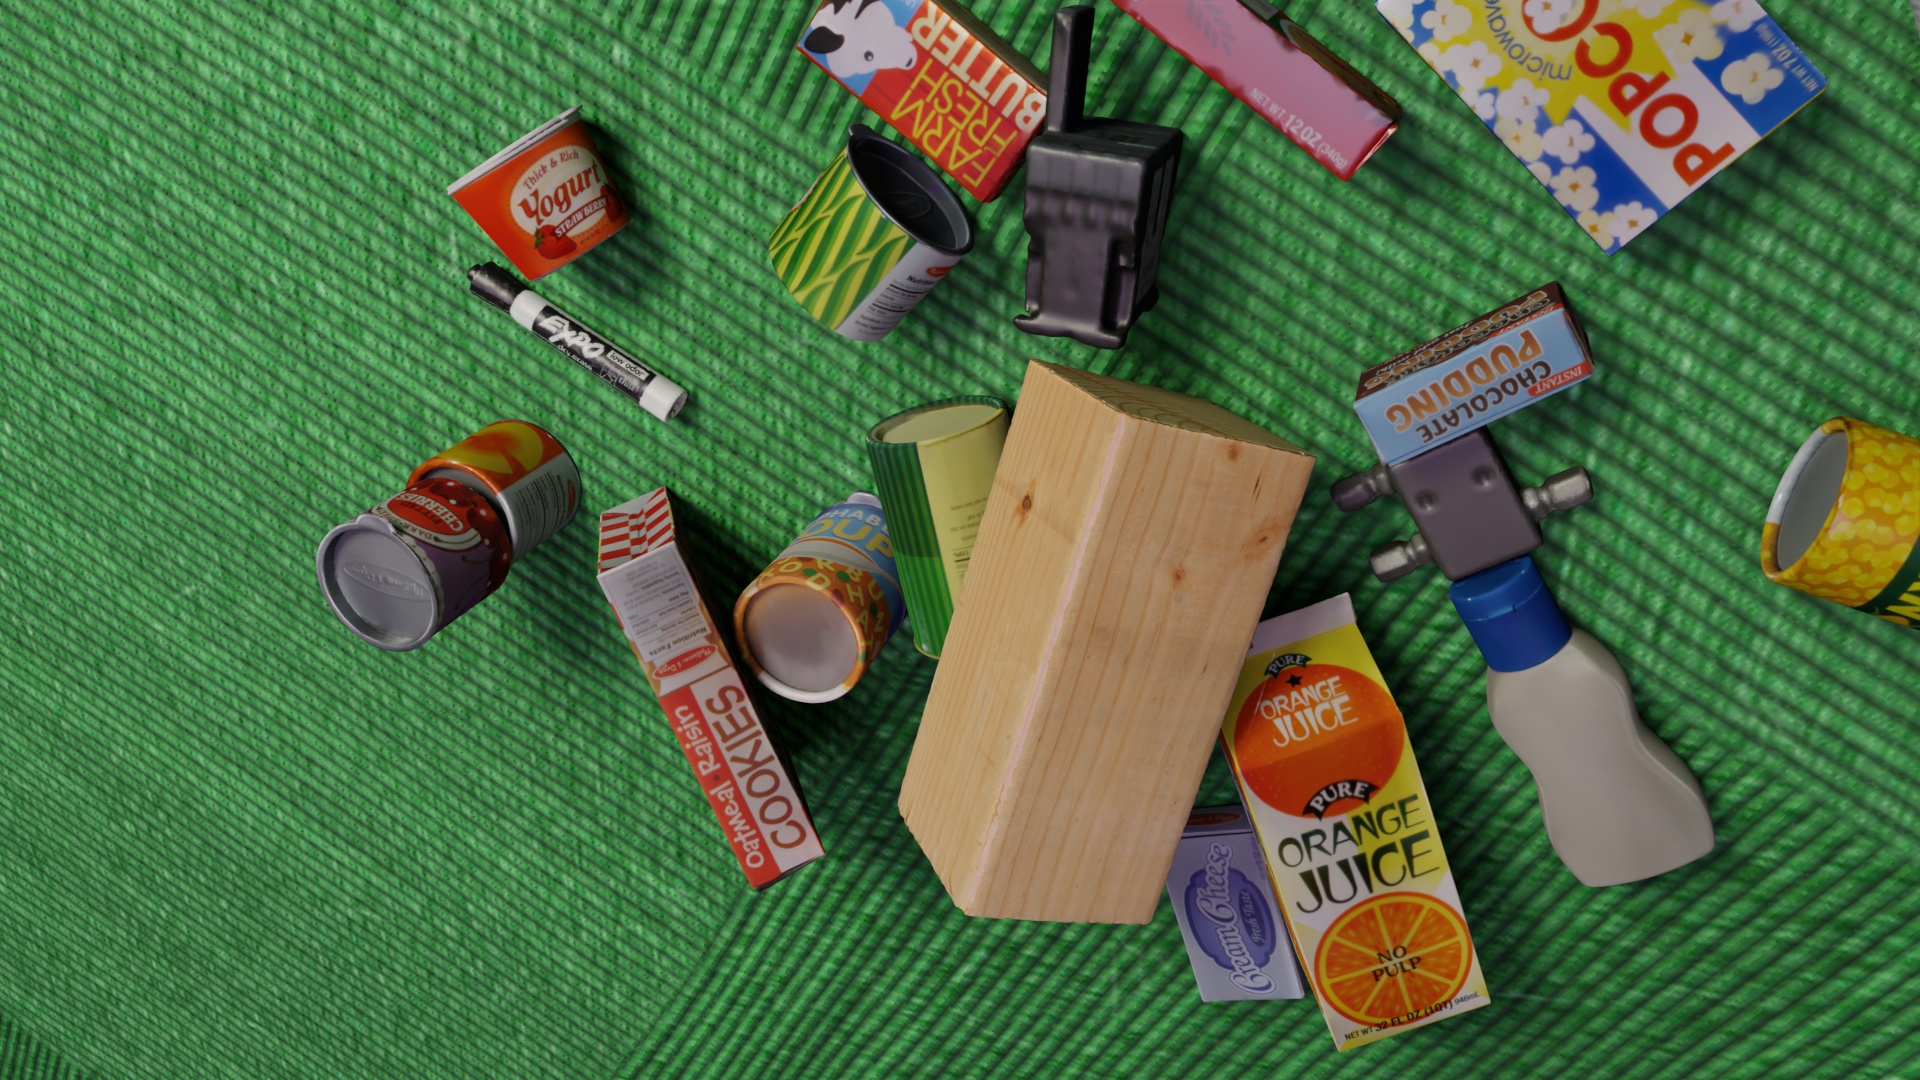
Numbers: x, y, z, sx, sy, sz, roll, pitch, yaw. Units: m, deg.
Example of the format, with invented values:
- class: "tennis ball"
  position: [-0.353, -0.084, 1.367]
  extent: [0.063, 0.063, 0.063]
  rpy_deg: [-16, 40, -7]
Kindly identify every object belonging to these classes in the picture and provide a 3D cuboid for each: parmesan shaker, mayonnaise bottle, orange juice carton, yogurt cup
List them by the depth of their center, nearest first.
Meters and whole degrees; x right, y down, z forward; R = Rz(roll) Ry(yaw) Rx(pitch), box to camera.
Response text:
- class: "mayonnaise bottle"
  position: [0.257, 0.074, 0.585]
  extent: [0.064, 0.041, 0.148]
  rpy_deg: [-27, 102, 27]
- class: "orange juice carton"
  position: [0.163, 0.117, 0.609]
  extent: [0.072, 0.073, 0.192]
  rpy_deg: [-20, 107, 5]
- class: "yogurt cup"
  position: [-0.185, -0.153, 0.622]
  extent: [0.072, 0.073, 0.053]
  rpy_deg: [-21, 114, 27]
- class: "parmesan shaker"
  position: [0.002, -0.008, 0.624]
  extent: [0.071, 0.071, 0.102]
  rpy_deg: [-5, 112, 22]

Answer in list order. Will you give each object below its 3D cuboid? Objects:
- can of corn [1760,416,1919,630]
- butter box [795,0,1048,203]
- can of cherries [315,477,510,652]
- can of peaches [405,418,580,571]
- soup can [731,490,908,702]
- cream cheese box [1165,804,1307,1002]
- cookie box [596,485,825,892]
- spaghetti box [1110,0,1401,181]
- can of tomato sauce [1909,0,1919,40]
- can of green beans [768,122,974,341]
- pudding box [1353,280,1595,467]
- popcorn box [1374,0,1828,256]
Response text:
- class: "can of corn"
  position: [0.335, -0.005, 0.502]
  extent: [0.058, 0.071, 0.070]
  rpy_deg: [20, 119, 11]
- class: "butter box"
  position: [-0.011, -0.190, 0.564]
  extent: [0.103, 0.024, 0.053]
  rpy_deg: [40, 120, -2]
- class: "can of cherries"
  position: [-0.256, 0.008, 0.657]
  extent: [0.071, 0.059, 0.071]
  rpy_deg: [8, 116, 17]
- class: "can of peaches"
  position: [-0.239, -0.021, 0.706]
  extent: [0.071, 0.058, 0.071]
  rpy_deg: [8, 117, 16]
- class: "soup can"
  position: [-0.060, 0.025, 0.649]
  extent: [0.071, 0.084, 0.071]
  rpy_deg: [8, 116, 16]
- class: "cream cheese box"
  position: [0.134, 0.181, 0.688]
  extent: [0.053, 0.024, 0.103]
  rpy_deg: [-10, 110, 24]
- class: "cookie box"
  position: [-0.123, 0.067, 0.669]
  extent: [0.040, 0.123, 0.167]
  rpy_deg: [-24, 108, -8]
- class: "spaghetti box"
  position: [0.055, -0.222, 0.511]
  extent: [0.250, 0.050, 0.028]
  rpy_deg: [38, 120, 0]
- class: "can of tomato sauce"
  position: [0.344, -0.152, 0.432]
  extent: [0.071, 0.071, 0.083]
  rpy_deg: [-18, 106, 26]
- class: "can of green beans"
  position: [-0.038, -0.126, 0.580]
  extent: [0.071, 0.071, 0.057]
  rpy_deg: [46, 121, -5]
- class: "pudding box"
  position: [0.197, -0.064, 0.535]
  extent: [0.083, 0.050, 0.030]
  rpy_deg: [-26, 102, 28]
- class: "popcorn box"
  position: [0.218, -0.174, 0.482]
  extent: [0.126, 0.038, 0.085]
  rpy_deg: [45, 121, -5]
